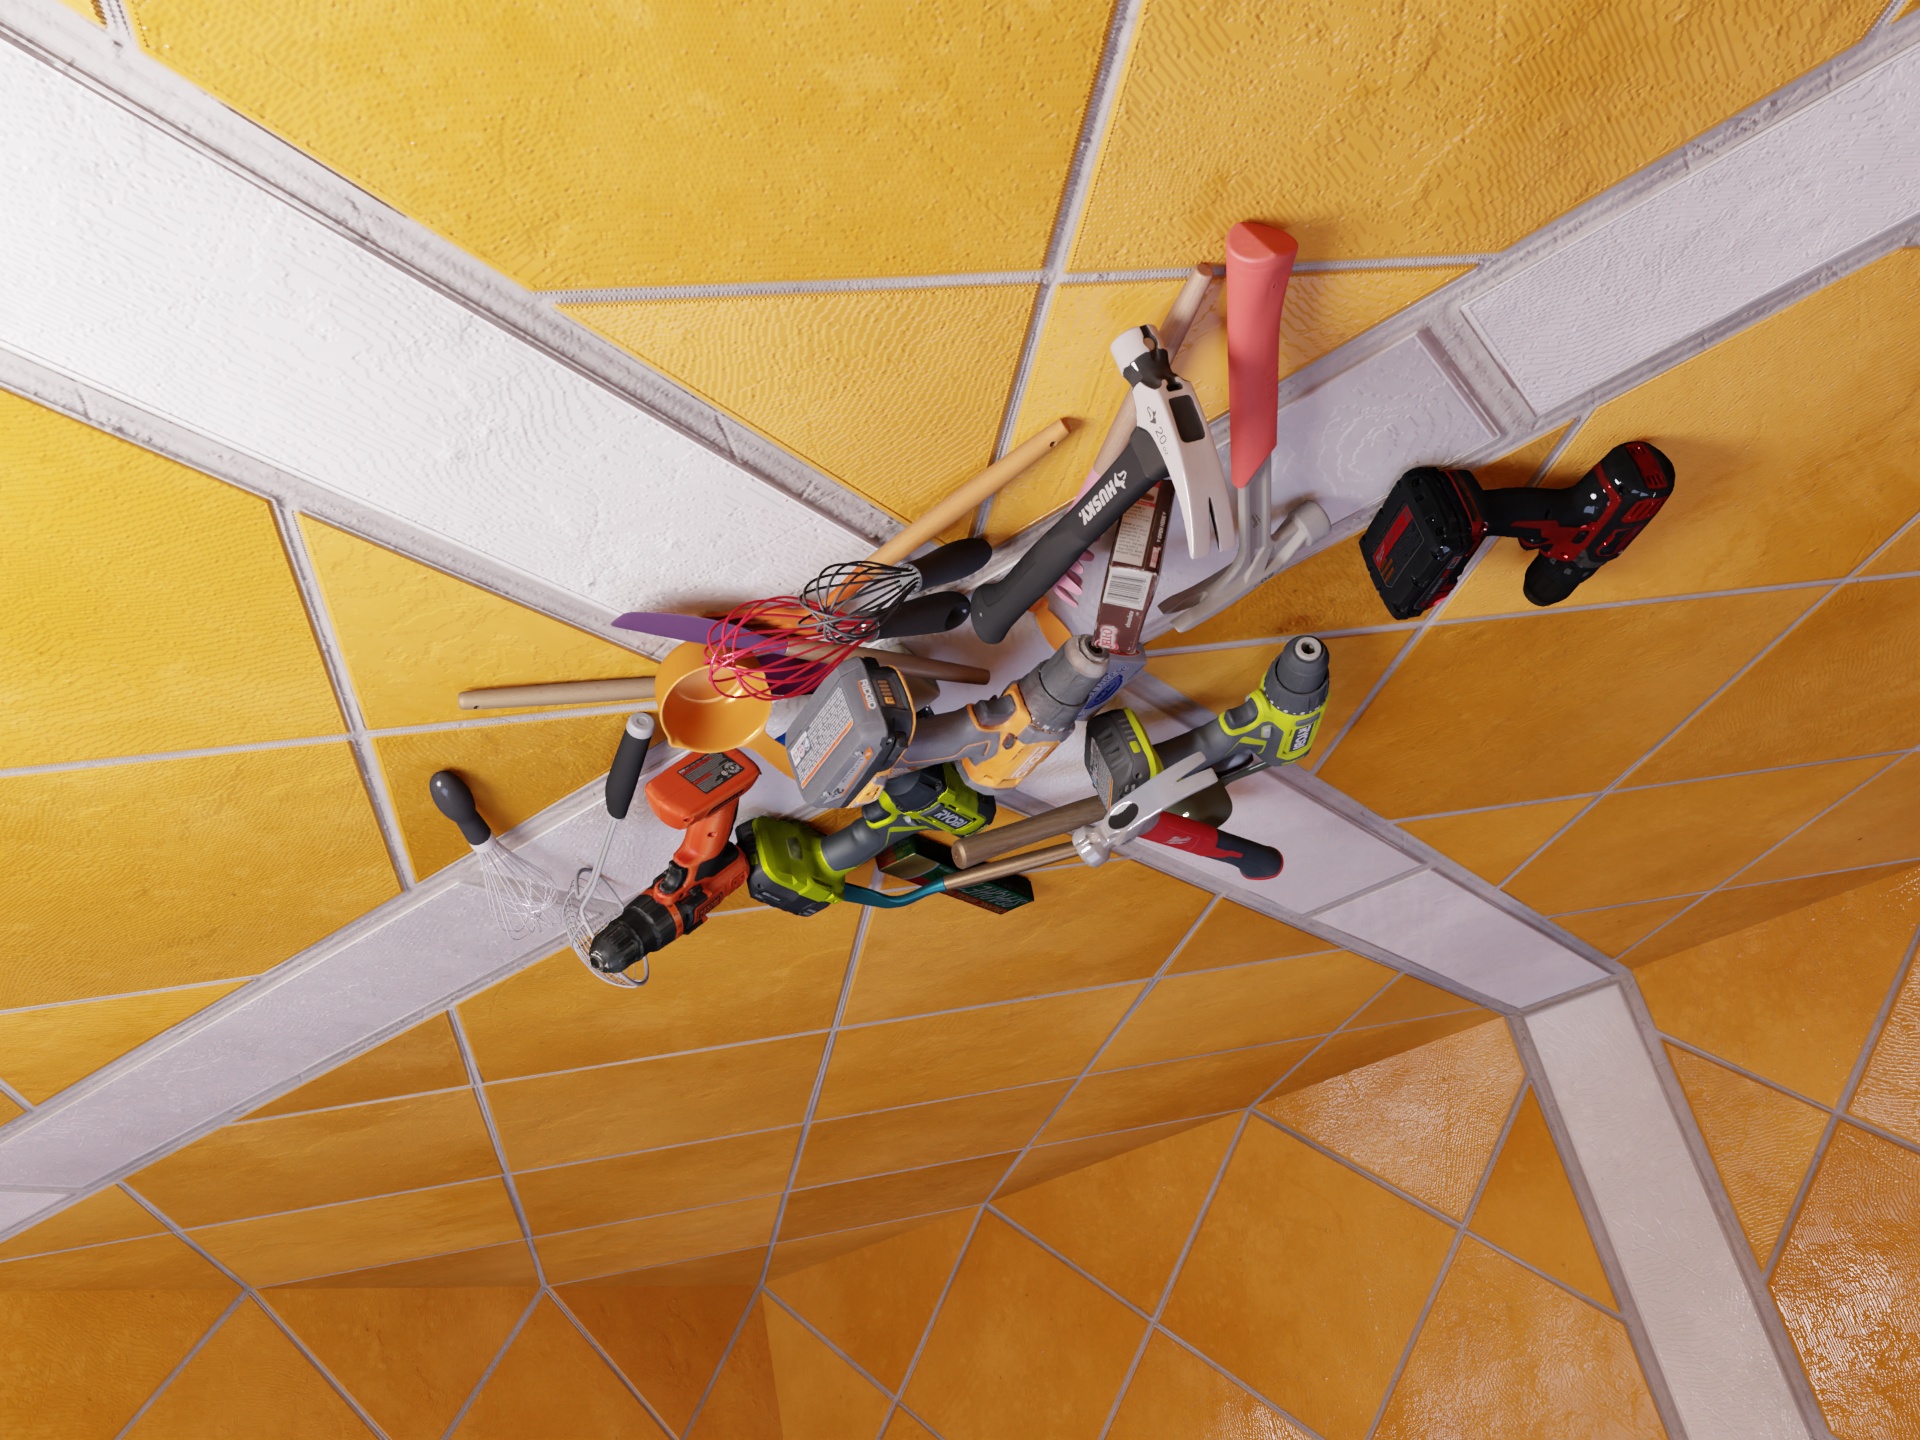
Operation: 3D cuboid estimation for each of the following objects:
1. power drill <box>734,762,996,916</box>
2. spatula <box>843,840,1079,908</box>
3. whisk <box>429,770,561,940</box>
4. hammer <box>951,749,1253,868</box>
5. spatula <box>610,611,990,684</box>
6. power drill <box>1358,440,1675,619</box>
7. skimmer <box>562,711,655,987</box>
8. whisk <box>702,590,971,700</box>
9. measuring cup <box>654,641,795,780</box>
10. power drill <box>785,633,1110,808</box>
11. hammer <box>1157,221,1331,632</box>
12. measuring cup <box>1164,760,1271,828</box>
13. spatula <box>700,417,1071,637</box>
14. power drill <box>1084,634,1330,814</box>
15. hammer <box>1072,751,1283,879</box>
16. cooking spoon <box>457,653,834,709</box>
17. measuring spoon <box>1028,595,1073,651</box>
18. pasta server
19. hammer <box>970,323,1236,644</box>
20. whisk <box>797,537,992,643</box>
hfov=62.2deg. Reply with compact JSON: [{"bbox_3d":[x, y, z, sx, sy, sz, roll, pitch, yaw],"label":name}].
[{"bbox_3d":[-0.098,0.099,1.519,0.223,0.080,0.171,-28,150,19],"label":"power drill"},{"bbox_3d":[0.006,0.151,1.641,0.317,0.044,0.082,-15,155,3],"label":"spatula"},{"bbox_3d":[-0.420,0.121,1.433,0.070,0.070,0.284,-12,148,-3],"label":"whisk"},{"bbox_3d":[0.144,0.085,1.582,0.331,0.031,0.130,-17,156,-20],"label":"hammer"},{"bbox_3d":[-0.112,-0.055,1.226,0.315,0.018,0.060,8,164,-31],"label":"spatula"},{"bbox_3d":[0.449,-0.145,1.309,0.226,0.080,0.187,-9,153,-15],"label":"power drill"},{"bbox_3d":[-0.296,0.115,1.447,0.090,0.127,0.363,-5,142,-29],"label":"skimmer"},{"bbox_3d":[-0.080,-0.064,1.147,0.073,0.073,0.296,-35,170,35],"label":"whisk"},{"bbox_3d":[-0.171,-0.003,1.269,0.095,0.052,0.173,-38,134,12],"label":"measuring cup"},{"bbox_3d":[-0.002,-0.004,1.254,0.226,0.084,0.185,-2,148,-35],"label":"power drill"},{"bbox_3d":[0.195,-0.196,1.099,0.149,0.037,0.358,-33,151,-8],"label":"hammer"},{"bbox_3d":[0.279,0.074,1.604,0.167,0.038,0.083,-25,157,3],"label":"measuring cup"},{"bbox_3d":[-0.052,-0.130,1.160,0.322,0.041,0.081,-33,149,25],"label":"spatula"},{"bbox_3d":[0.235,0.006,1.473,0.228,0.080,0.190,-20,155,-7],"label":"power drill"},{"bbox_3d":[0.252,0.110,1.559,0.143,0.038,0.386,-36,154,20],"label":"hammer"},{"bbox_3d":[-0.236,-0.027,1.273,0.318,0.017,0.068,-4,151,-19],"label":"cooking spoon"},{"bbox_3d":[0.076,-0.081,1.328,0.021,0.011,0.116,-20,156,12],"label":"measuring spoon"},{"bbox_3d":[0.115,-0.190,1.105,0.040,0.060,0.316,23,143,-3],"label":"pasta server"},{"bbox_3d":[0.082,-0.126,1.113,0.035,0.146,0.334,-17,168,-26],"label":"hammer"},{"bbox_3d":[-0.038,-0.097,1.104,0.055,0.055,0.239,-33,178,32],"label":"whisk"}]
